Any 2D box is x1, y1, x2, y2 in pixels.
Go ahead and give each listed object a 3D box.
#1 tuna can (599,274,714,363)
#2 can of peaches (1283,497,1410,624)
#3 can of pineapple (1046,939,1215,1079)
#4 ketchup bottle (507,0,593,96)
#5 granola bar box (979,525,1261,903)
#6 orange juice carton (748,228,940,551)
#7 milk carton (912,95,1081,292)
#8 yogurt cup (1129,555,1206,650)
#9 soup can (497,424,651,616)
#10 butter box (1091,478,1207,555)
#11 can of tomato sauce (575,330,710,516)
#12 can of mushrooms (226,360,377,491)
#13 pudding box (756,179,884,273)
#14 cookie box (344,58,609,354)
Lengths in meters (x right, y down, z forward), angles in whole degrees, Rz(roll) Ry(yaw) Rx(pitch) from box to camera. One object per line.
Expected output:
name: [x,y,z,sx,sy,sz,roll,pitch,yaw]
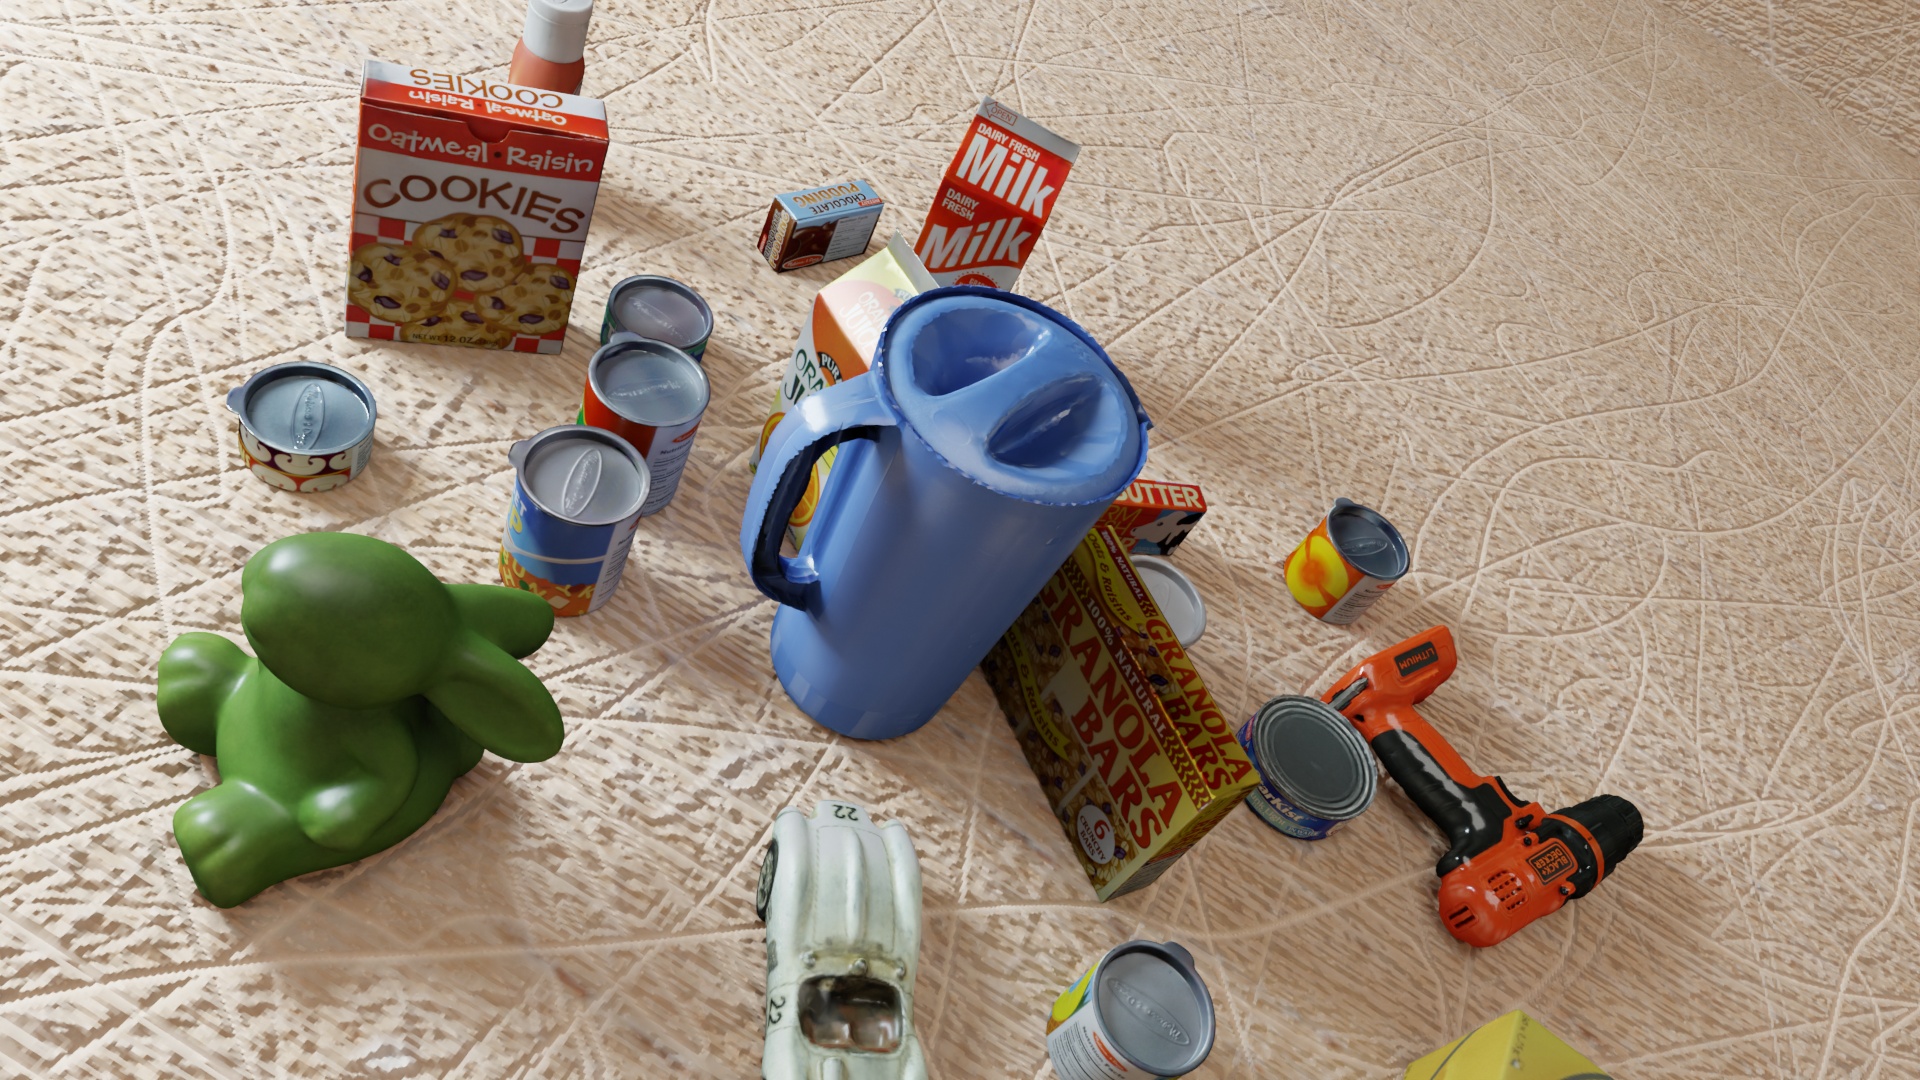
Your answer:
tuna can: [-0.193,-0.132,0.873,0.071,0.032,0.071,14,48,-16]
can of peaches: [0.267,0.015,0.968,0.071,0.057,0.071,14,48,-16]
can of pineapple: [0.084,0.238,0.684,0.071,0.057,0.071,14,48,-16]
ketchup bottle: [-0.266,-0.284,0.883,0.043,0.148,0.065,21,46,-10]
granola bar box: [0.080,0.094,0.758,0.039,0.123,0.166,-9,57,-33]
orange juice carton: [-0.051,-0.083,0.792,0.073,0.191,0.072,-14,60,-35]
milk carton: [0.011,-0.203,0.927,0.072,0.189,0.074,26,45,-6]
yogurt cup: [0.110,0.051,0.859,0.072,0.053,0.073,14,48,-16]
soup can: [-0.206,-0.010,0.727,0.071,0.083,0.072,14,48,-16]
butter box: [0.105,-0.017,0.915,0.104,0.052,0.024,5,51,-24]
can of tomato sauce: [-0.185,-0.064,0.784,0.071,0.082,0.071,14,48,-16]
can of mushrooms: [-0.347,-0.061,0.732,0.071,0.033,0.071,14,48,-16]
pudding box: [-0.099,-0.224,0.987,0.084,0.049,0.030,-23,66,-39]
cookie box: [-0.274,-0.178,0.776,0.123,0.166,0.040,2,52,-26]
